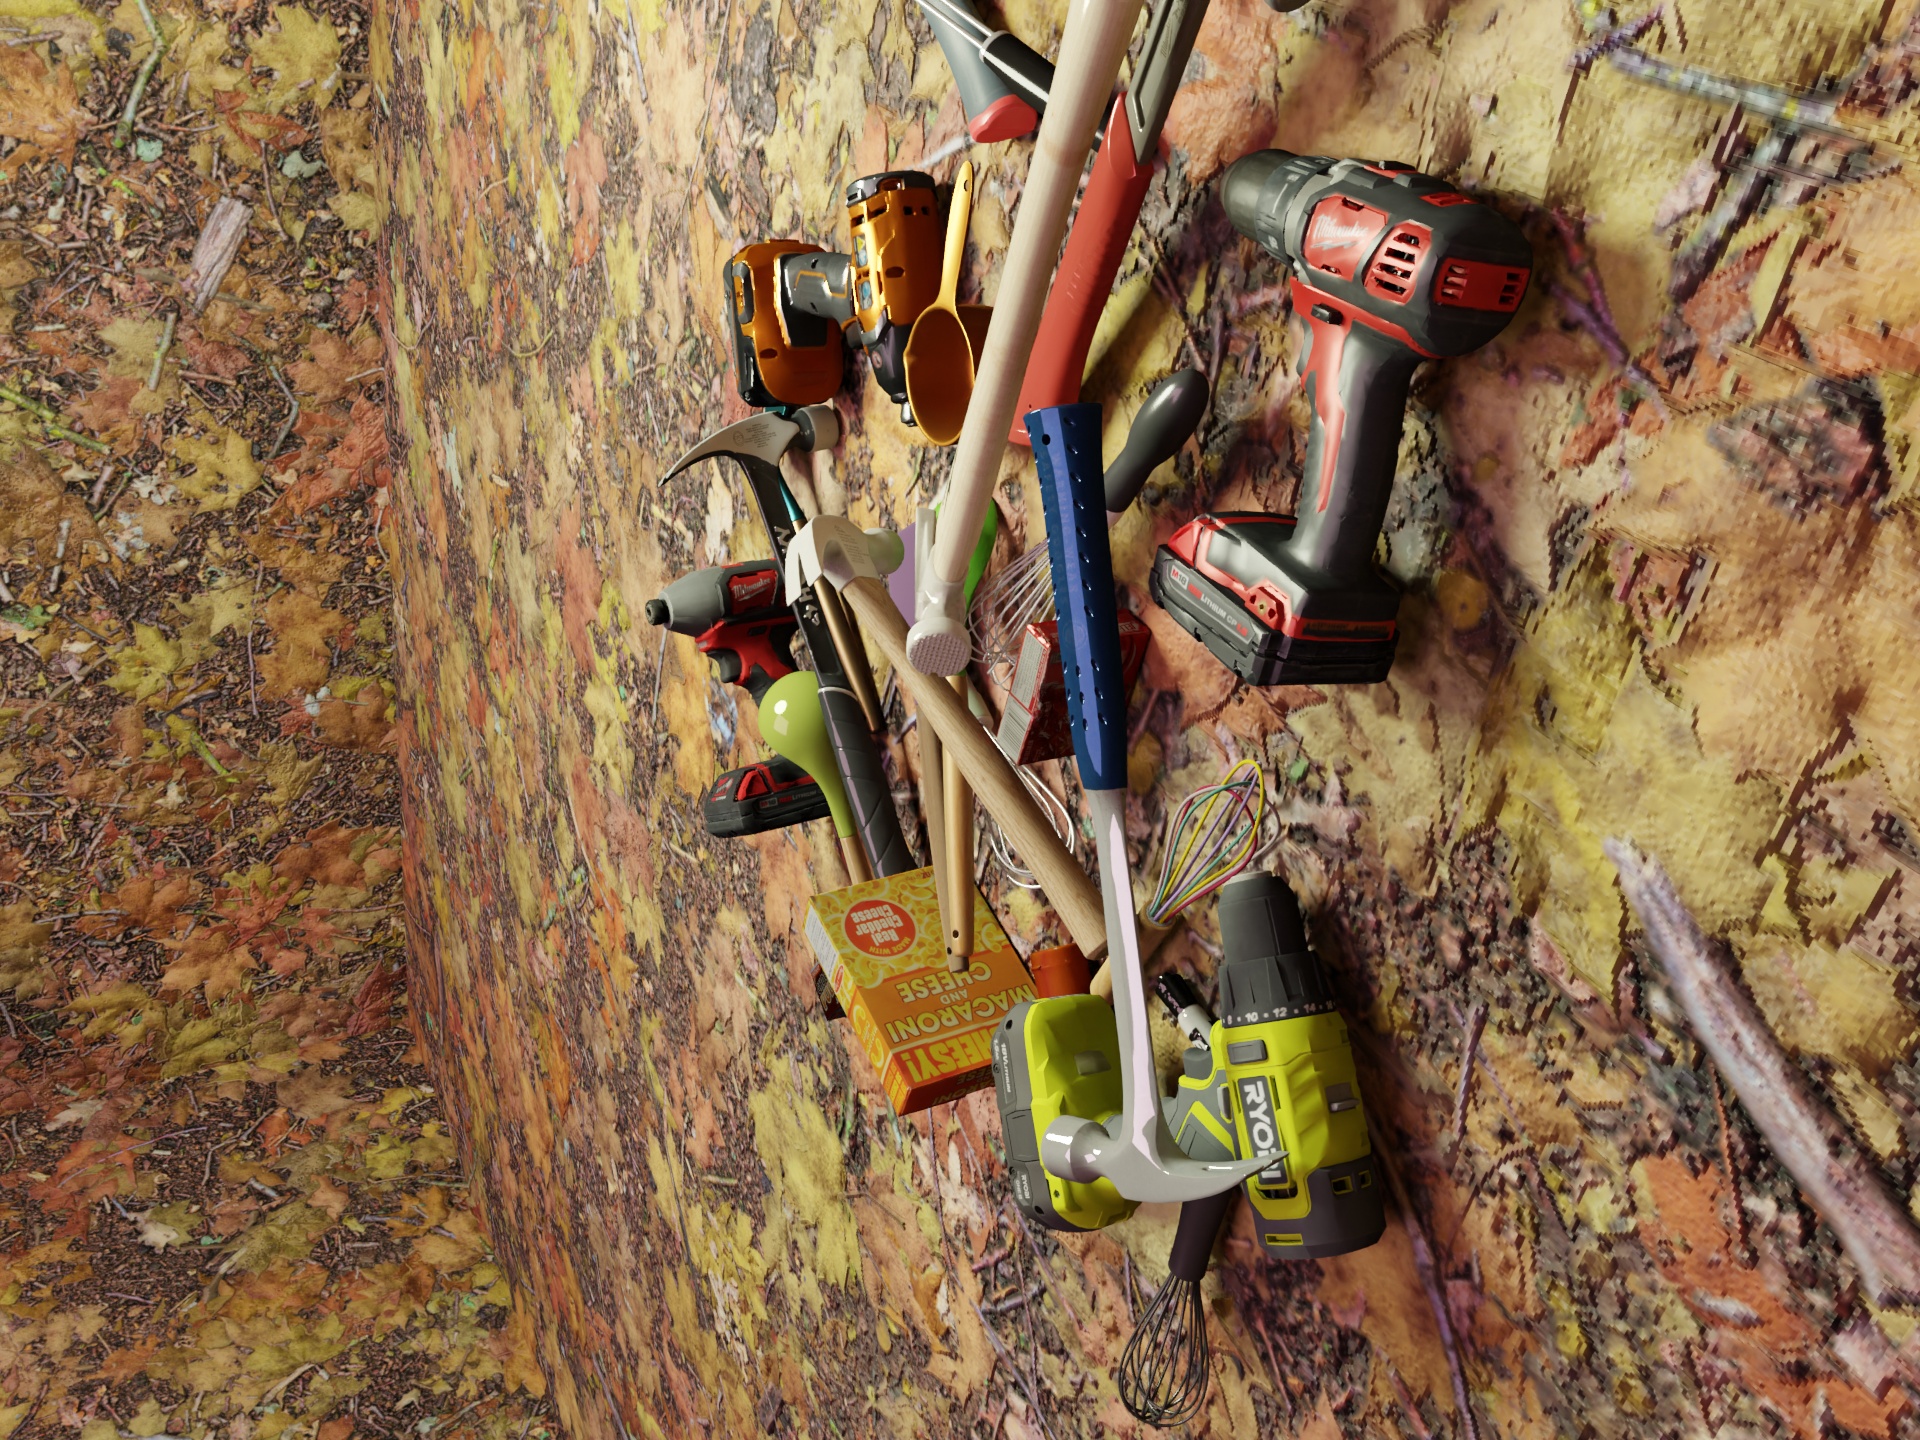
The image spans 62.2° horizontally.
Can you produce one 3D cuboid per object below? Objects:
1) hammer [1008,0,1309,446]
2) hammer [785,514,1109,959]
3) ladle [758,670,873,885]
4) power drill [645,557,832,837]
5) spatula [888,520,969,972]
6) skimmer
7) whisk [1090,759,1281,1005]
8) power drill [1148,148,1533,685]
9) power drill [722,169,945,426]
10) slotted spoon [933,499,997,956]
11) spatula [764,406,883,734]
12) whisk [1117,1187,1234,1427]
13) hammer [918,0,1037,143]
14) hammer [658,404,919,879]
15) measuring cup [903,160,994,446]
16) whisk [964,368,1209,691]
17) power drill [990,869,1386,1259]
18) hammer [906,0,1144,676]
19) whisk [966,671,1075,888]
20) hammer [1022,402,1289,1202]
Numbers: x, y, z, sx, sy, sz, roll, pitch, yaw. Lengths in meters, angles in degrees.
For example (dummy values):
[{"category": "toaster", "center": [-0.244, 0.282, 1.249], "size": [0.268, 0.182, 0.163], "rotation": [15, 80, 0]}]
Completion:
[{"category": "hammer", "center": [0.076, -0.283, 0.834], "size": [0.149, 0.036, 0.358], "rotation": [59, 152, 24]}, {"category": "hammer", "center": [-0.003, 0.003, 0.971], "size": [0.031, 0.130, 0.331], "rotation": [-43, 69, 24]}, {"category": "ladle", "center": [-0.084, 0.115, 1.264], "size": [0.062, 0.078, 0.320], "rotation": [-177, 70, -71]}, {"category": "power drill", "center": [-0.172, -0.020, 1.299], "size": [0.078, 0.143, 0.219], "rotation": [-12, 90, 58]}, {"category": "spatula", "center": [-0.019, 0.013, 1.079], "size": [0.060, 0.018, 0.316], "rotation": [-26, 65, 49]}, {"category": "skimmer", "center": [-0.024, -0.436, 0.911], "size": [0.364, 0.127, 0.090], "rotation": [47, 173, 25]}, {"category": "whisk", "center": [0.122, 0.104, 0.916], "size": [0.047, 0.051, 0.244], "rotation": [58, 147, 26]}, {"category": "power drill", "center": [0.159, -0.148, 0.742], "size": [0.188, 0.080, 0.226], "rotation": [-128, 43, -52]}, {"category": "power drill", "center": [-0.083, -0.281, 1.131], "size": [0.226, 0.084, 0.164], "rotation": [3, 101, 57]}, {"category": "slotted spoon", "center": [-0.002, -0.003, 1.045], "size": [0.070, 0.031, 0.314], "rotation": [-10, 77, 42]}, {"category": "spatula", "center": [-0.112, -0.139, 1.281], "size": [0.082, 0.044, 0.318], "rotation": [-38, 70, 58]}, {"category": "whisk", "center": [0.138, 0.328, 0.950], "size": [0.055, 0.055, 0.238], "rotation": [38, 126, 51]}, {"category": "hammer", "center": [-0.033, -0.524, 1.012], "size": [0.143, 0.038, 0.387], "rotation": [-55, 51, 49]}, {"category": "hammer", "center": [-0.104, -0.037, 1.208], "size": [0.036, 0.149, 0.409], "rotation": [-24, 84, 60]}, {"category": "measuring cup", "center": [0.013, -0.258, 0.994], "size": [0.095, 0.052, 0.173], "rotation": [41, 130, 49]}, {"category": "whisk", "center": [0.069, -0.106, 0.912], "size": [0.284, 0.070, 0.070], "rotation": [-54, 52, 53]}, {"category": "power drill", "center": [0.119, 0.193, 0.875], "size": [0.228, 0.080, 0.191], "rotation": [-23, 72, 49]}, {"category": "hammer", "center": [0.028, -0.219, 0.859], "size": [0.146, 0.038, 0.410], "rotation": [-90, 13, -46]}, {"category": "whisk", "center": [0.015, 0.011, 1.082], "size": [0.059, 0.057, 0.247], "rotation": [-39, 55, 19]}, {"category": "hammer", "center": [0.079, 0.044, 0.803], "size": [0.144, 0.035, 0.405], "rotation": [-3, 95, 48]}]
